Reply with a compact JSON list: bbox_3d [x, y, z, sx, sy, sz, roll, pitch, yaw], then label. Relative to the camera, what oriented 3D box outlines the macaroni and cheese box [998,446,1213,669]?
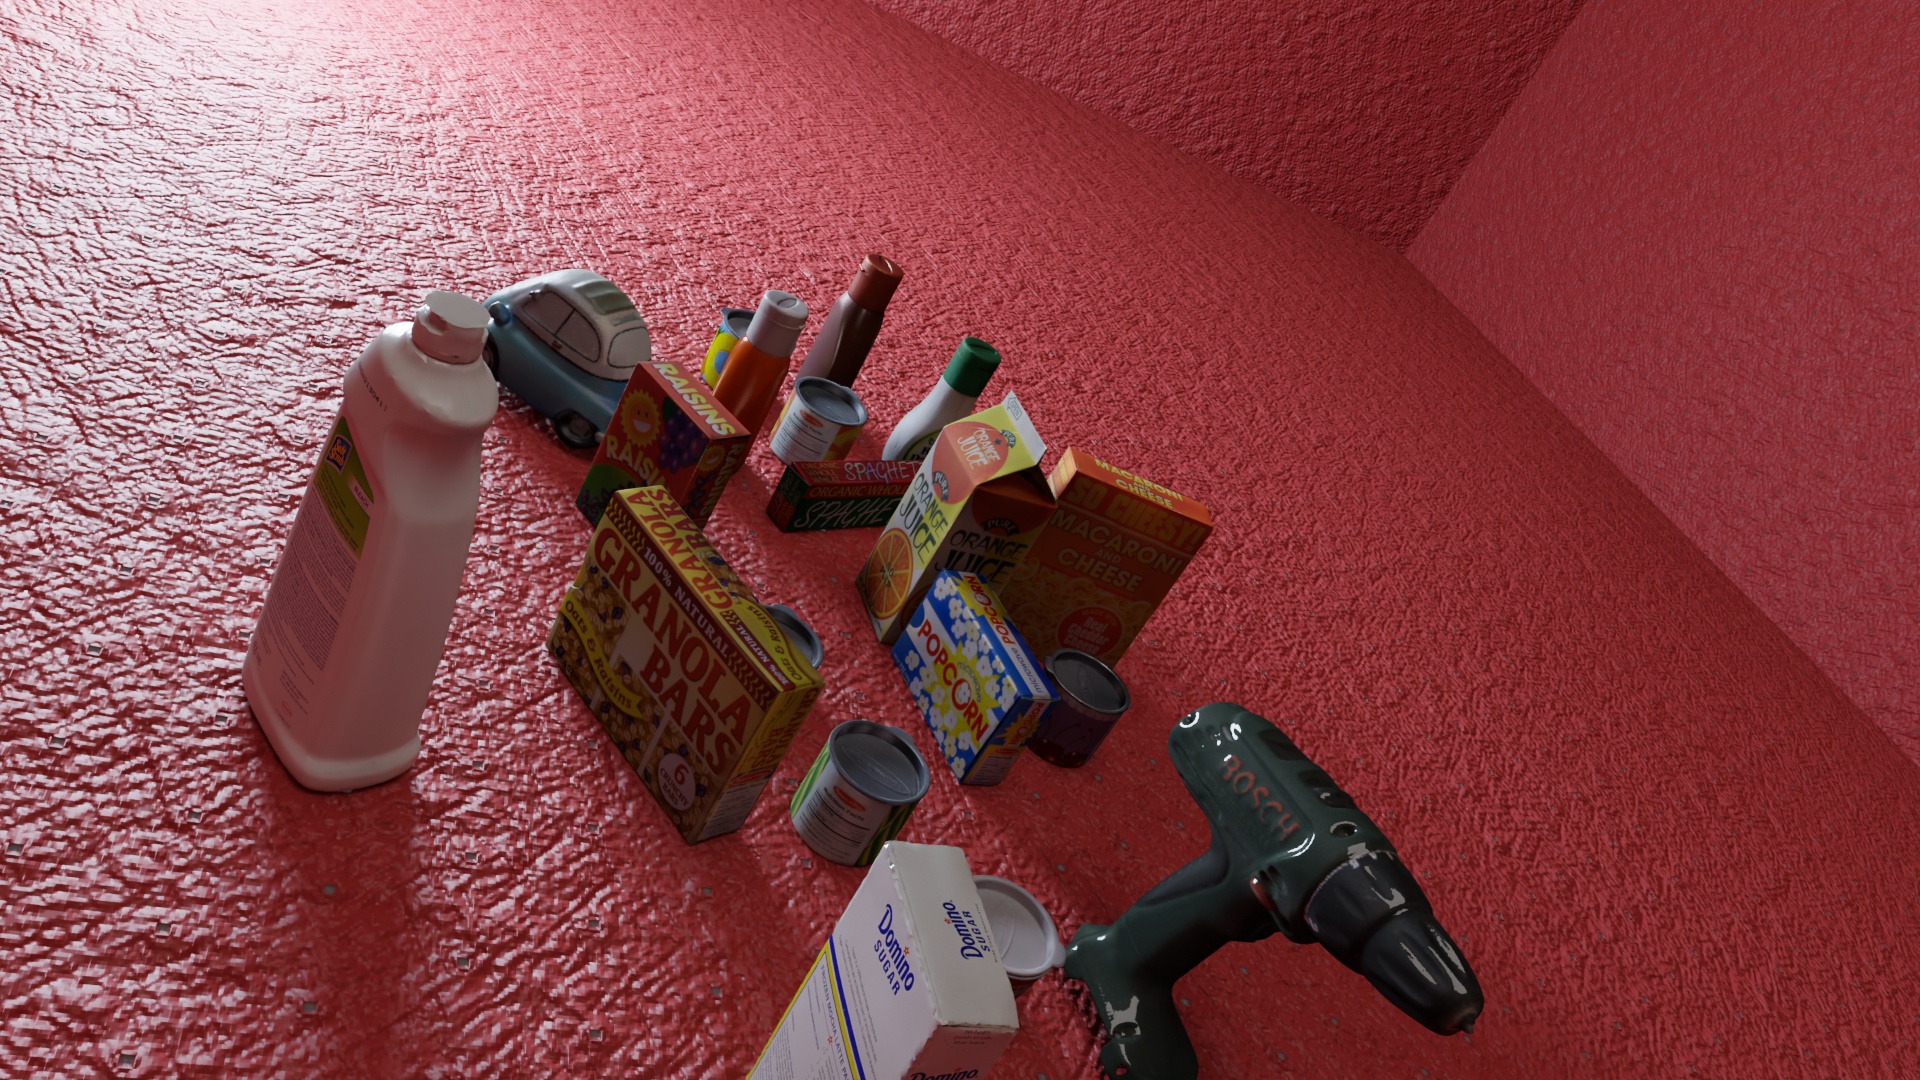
[{"bbox_3d":[0.096,0.021,1.069,0.124,0.165,0.040,22,29,-18],"label":"macaroni and cheese box"}]

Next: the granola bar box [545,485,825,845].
[{"bbox_3d":[-0.161,0.069,0.787,0.039,0.123,0.166,-8,47,-51],"label":"granola bar box"}]

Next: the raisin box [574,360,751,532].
[{"bbox_3d":[-0.201,-0.047,0.934,0.086,0.122,0.040,45,31,23],"label":"raisin box"}]

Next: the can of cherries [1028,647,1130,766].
[{"bbox_3d":[0.078,0.120,1.007,0.071,0.058,0.072,24,29,-14],"label":"can of cherries"}]

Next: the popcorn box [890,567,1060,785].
[{"bbox_3d":[0.008,0.093,0.954,0.038,0.085,0.127,8,36,-37],"label":"popcorn box"}]

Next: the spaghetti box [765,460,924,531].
[{"bbox_3d":[-0.050,-0.039,1.145,0.251,0.050,0.029,-5,44,-48],"label":"spaghetti box"}]

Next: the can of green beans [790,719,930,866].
[{"bbox_3d":[-0.060,0.150,0.825,0.071,0.057,0.071,24,29,-14],"label":"can of green beans"}]

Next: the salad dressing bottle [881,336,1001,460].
[{"bbox_3d":[-0.016,-0.103,1.177,0.064,0.147,0.044,9,35,-36],"label":"salad dressing bottle"}]

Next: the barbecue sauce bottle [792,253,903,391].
[{"bbox_3d":[-0.099,-0.180,1.219,0.044,0.147,0.065,15,32,-29],"label":"barbecue sauce bottle"}]

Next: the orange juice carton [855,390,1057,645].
[{"bbox_3d":[0.004,-0.013,1.005,0.073,0.191,0.072,12,33,-32],"label":"orange juice carton"}]

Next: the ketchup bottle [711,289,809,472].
[{"bbox_3d":[-0.161,-0.120,1.062,0.043,0.148,0.065,35,28,6],"label":"ketchup bottle"}]

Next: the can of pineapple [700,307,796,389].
[{"bbox_3d":[-0.184,-0.159,1.196,0.071,0.057,0.071,24,29,-14],"label":"can of pineapple"}]

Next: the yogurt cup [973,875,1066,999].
[{"bbox_3d":[0.013,0.230,0.774,0.072,0.053,0.073,24,29,-14],"label":"yogurt cup"}]

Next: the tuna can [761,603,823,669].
[{"bbox_3d":[-0.126,0.074,0.909,0.071,0.032,0.071,24,29,-14],"label":"tuna can"}]

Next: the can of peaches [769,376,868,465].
[{"bbox_3d":[-0.118,-0.094,1.159,0.071,0.057,0.071,24,29,-14],"label":"can of peaches"}]
